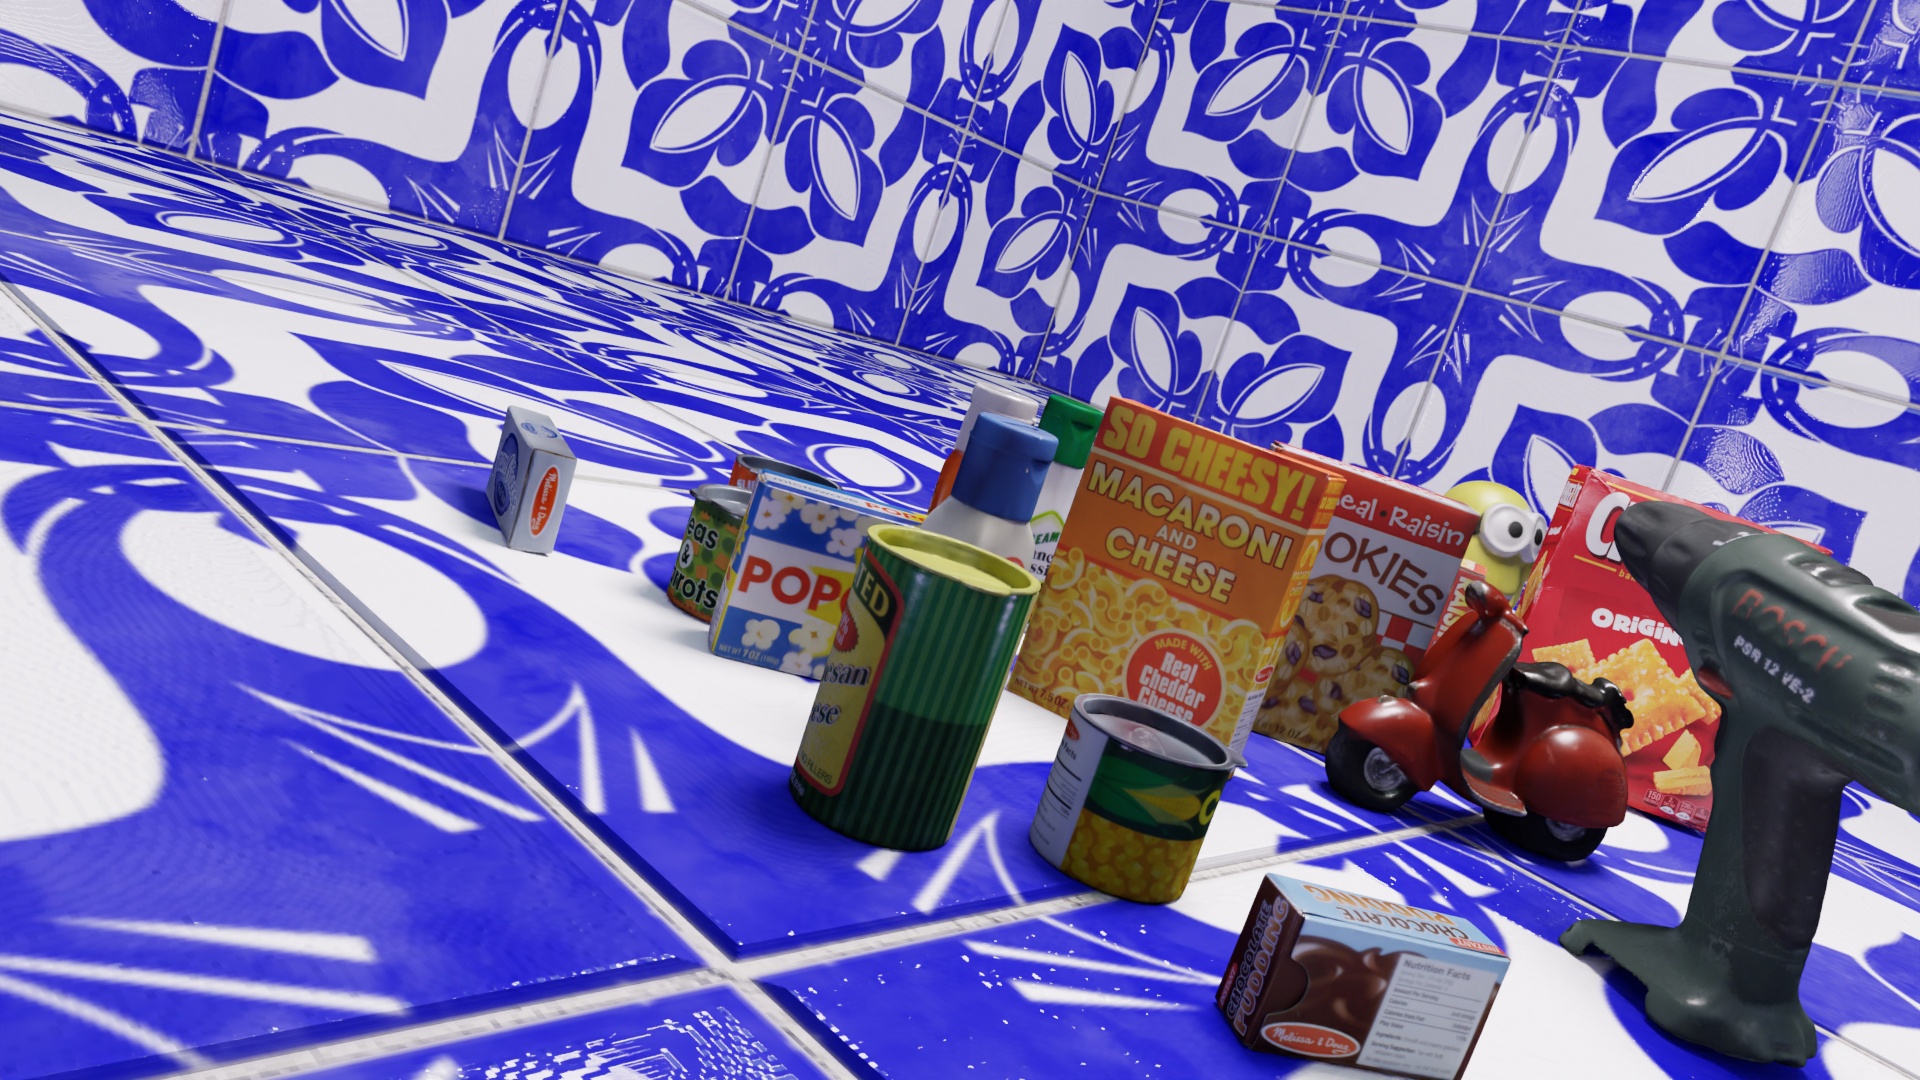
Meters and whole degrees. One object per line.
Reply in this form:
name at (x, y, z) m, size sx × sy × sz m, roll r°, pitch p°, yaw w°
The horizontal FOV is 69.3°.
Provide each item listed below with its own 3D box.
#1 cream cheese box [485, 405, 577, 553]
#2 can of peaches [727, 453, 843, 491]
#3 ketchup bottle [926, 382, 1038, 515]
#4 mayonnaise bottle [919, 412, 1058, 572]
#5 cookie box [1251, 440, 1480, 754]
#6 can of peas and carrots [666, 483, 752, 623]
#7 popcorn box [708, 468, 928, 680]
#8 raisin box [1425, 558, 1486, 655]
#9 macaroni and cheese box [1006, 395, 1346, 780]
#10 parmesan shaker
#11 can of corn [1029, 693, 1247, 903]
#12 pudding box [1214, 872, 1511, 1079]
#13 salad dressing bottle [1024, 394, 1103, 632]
cream cheese box at (-0.228, -0.034, 0.733) m, size 0.024 × 0.053 × 0.104 m, roll 14°, pitch 11°, yaw -28°
can of peaches at (-0.111, -0.014, 0.824) m, size 0.071 × 0.058 × 0.071 m, roll 18°, pitch 10°, yaw -3°
ketchup bottle at (0.003, -0.009, 0.750) m, size 0.043 × 0.148 × 0.065 m, roll 20°, pitch 10°, yaw 6°
mayonnaise bottle at (0.001, 0.021, 0.592) m, size 0.041 × 0.147 × 0.065 m, roll 25°, pitch 11°, yaw 32°
cookie box at (0.217, 0.038, 0.830) m, size 0.123 × 0.167 × 0.040 m, roll 19°, pitch 10°, yaw -1°
can of peas and carrots at (-0.111, 0.009, 0.702) m, size 0.071 × 0.058 × 0.071 m, roll 18°, pitch 10°, yaw -3°
popcorn box at (-0.047, 0.025, 0.661) m, size 0.127 × 0.085 × 0.038 m, roll 16°, pitch 10°, yaw -16°
raisin box at (0.333, 0.071, 0.985) m, size 0.040 × 0.123 × 0.086 m, roll 22°, pitch 10°, yaw 19°
macaroni and cheese box at (0.108, 0.024, 0.715) m, size 0.124 × 0.166 × 0.040 m, roll 24°, pitch 11°, yaw 26°
parmesan shaker at (-0.018, 0.054, 0.510) m, size 0.071 × 0.103 × 0.071 m, roll 18°, pitch 10°, yaw -3°
can of corn at (0.069, 0.101, 0.544) m, size 0.071 × 0.058 × 0.071 m, roll 18°, pitch 10°, yaw -3°
pudding box at (0.132, 0.144, 0.455) m, size 0.084 × 0.049 × 0.030 m, roll 16°, pitch 10°, yaw -17°
salad dressing bottle at (0.049, -0.017, 0.877) m, size 0.064 × 0.147 × 0.044 m, roll 14°, pitch 11°, yaw -25°
